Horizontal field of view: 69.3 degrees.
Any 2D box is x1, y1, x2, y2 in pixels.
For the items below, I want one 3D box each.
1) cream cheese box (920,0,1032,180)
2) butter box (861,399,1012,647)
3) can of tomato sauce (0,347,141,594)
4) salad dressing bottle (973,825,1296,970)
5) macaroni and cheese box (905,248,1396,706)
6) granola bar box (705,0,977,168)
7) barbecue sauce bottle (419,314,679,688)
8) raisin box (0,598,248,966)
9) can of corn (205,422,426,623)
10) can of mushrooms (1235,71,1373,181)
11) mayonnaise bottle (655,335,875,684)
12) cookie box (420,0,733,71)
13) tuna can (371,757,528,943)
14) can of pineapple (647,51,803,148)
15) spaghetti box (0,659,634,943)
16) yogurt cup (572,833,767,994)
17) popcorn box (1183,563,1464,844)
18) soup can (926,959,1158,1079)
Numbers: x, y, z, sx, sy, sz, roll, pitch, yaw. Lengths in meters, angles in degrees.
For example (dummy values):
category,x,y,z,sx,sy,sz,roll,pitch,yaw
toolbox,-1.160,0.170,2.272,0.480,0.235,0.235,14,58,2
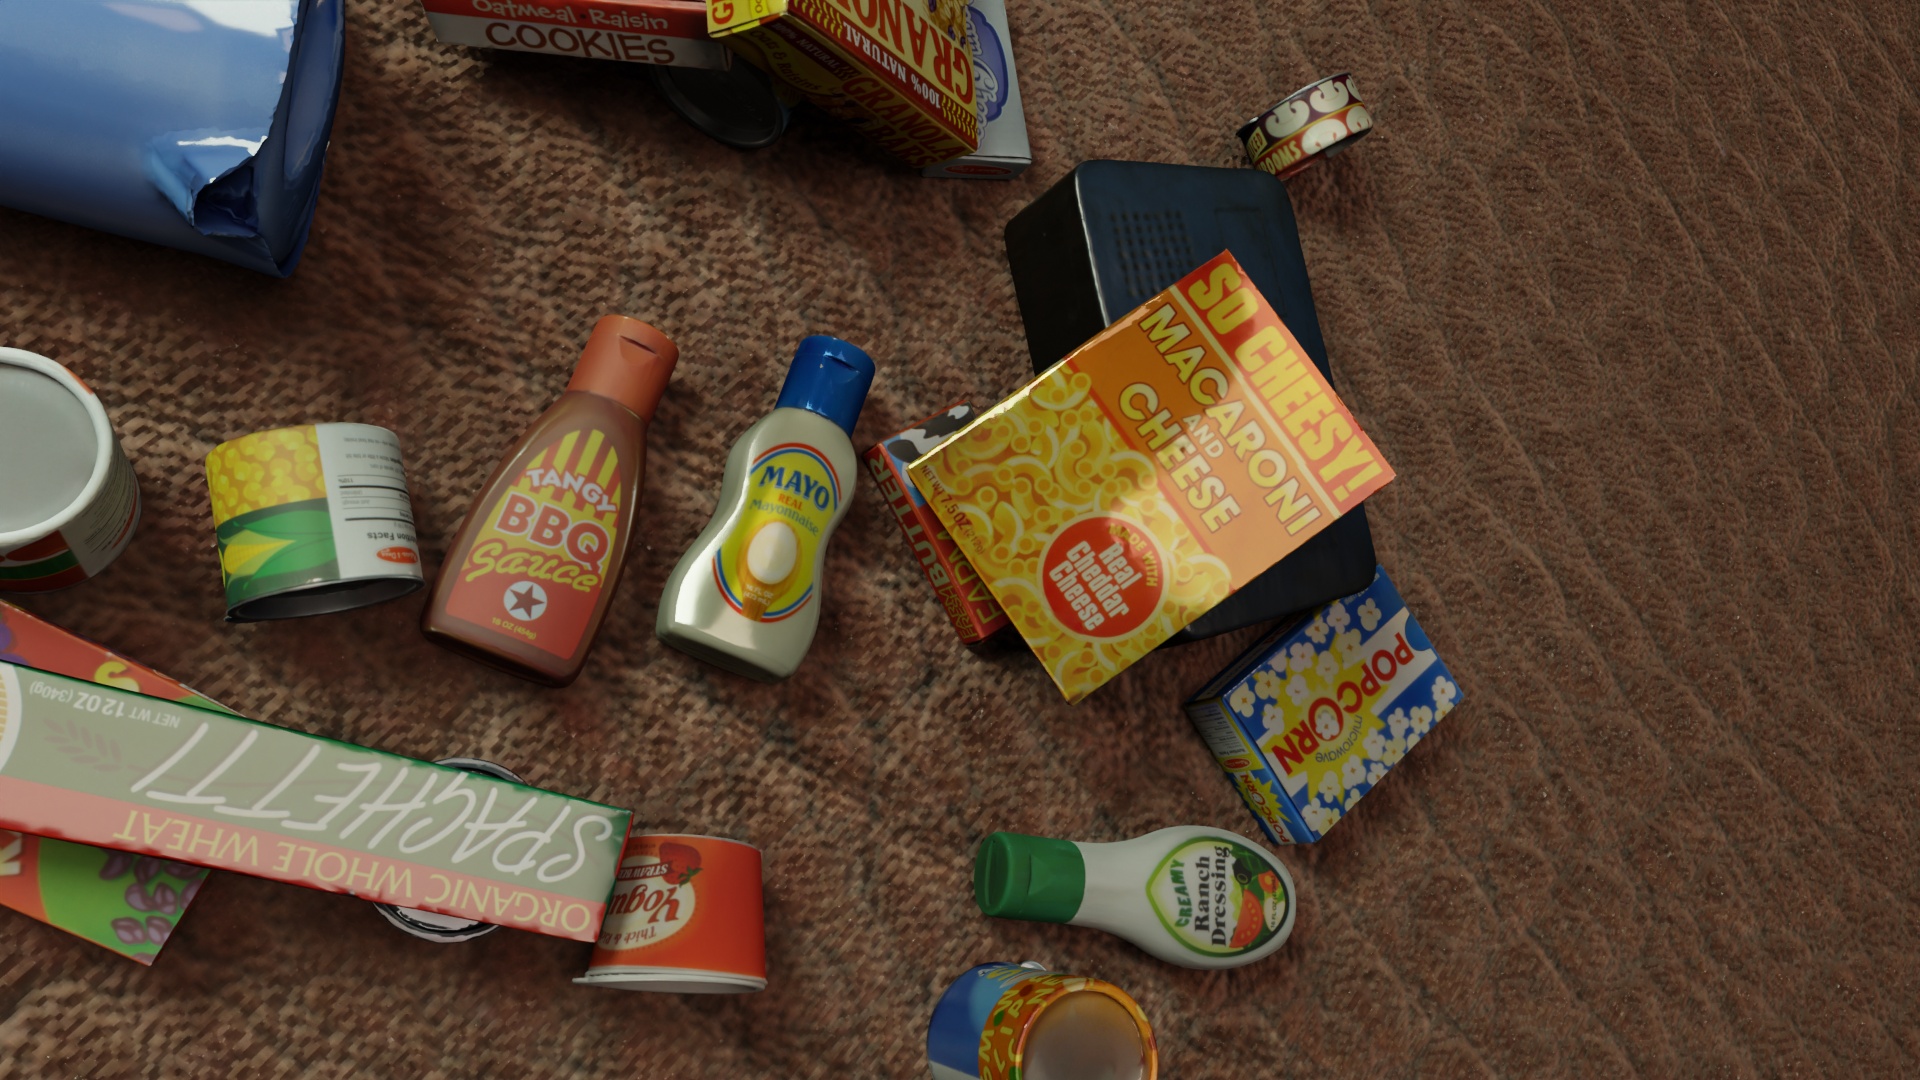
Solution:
category,x,y,z,sx,sy,sz,roll,pitch,yaw
cream cheese box,0.000,-0.233,0.691,0.053,0.024,0.104,-5,80,-26
butter box,0.002,-0.008,0.641,0.053,0.024,0.103,-28,91,-27
can of tomato sauce,-0.317,-0.021,0.461,0.071,0.083,0.071,6,76,-24
salad dressing bottle,0.079,0.158,0.628,0.148,0.044,0.064,12,71,-22
macaroni and cheese box,0.079,-0.027,0.598,0.166,0.040,0.124,-35,84,-2
granola bar box,-0.047,-0.245,0.591,0.165,0.039,0.124,8,76,-64
barbecue sauce bottle,-0.157,-0.019,0.558,0.065,0.043,0.149,25,69,-17
raisin box,-0.306,0.077,0.469,0.123,0.040,0.086,32,68,-17
can of corn,-0.237,-0.006,0.506,0.071,0.071,0.058,-9,82,-26
can of mushrooms,0.185,-0.221,0.753,0.071,0.071,0.033,-27,92,-27
mayonnaise bottle,-0.077,-0.017,0.596,0.065,0.041,0.148,24,70,-17
cookie box,-0.146,-0.279,0.586,0.123,0.040,0.168,5,65,1
tuna can,-0.191,0.113,0.517,0.071,0.032,0.071,6,76,-24
can of pineapple,-0.095,-0.219,0.618,0.071,0.071,0.058,31,67,-16
spaghetti box,-0.235,0.086,0.461,0.250,0.028,0.050,19,72,-21
yogurt cup,-0.106,0.144,0.534,0.072,0.072,0.054,12,66,-23
popcorn box,0.183,0.081,0.698,0.127,0.038,0.085,-35,93,-27
soup can,0.034,0.209,0.573,0.071,0.083,0.071,6,76,-24
